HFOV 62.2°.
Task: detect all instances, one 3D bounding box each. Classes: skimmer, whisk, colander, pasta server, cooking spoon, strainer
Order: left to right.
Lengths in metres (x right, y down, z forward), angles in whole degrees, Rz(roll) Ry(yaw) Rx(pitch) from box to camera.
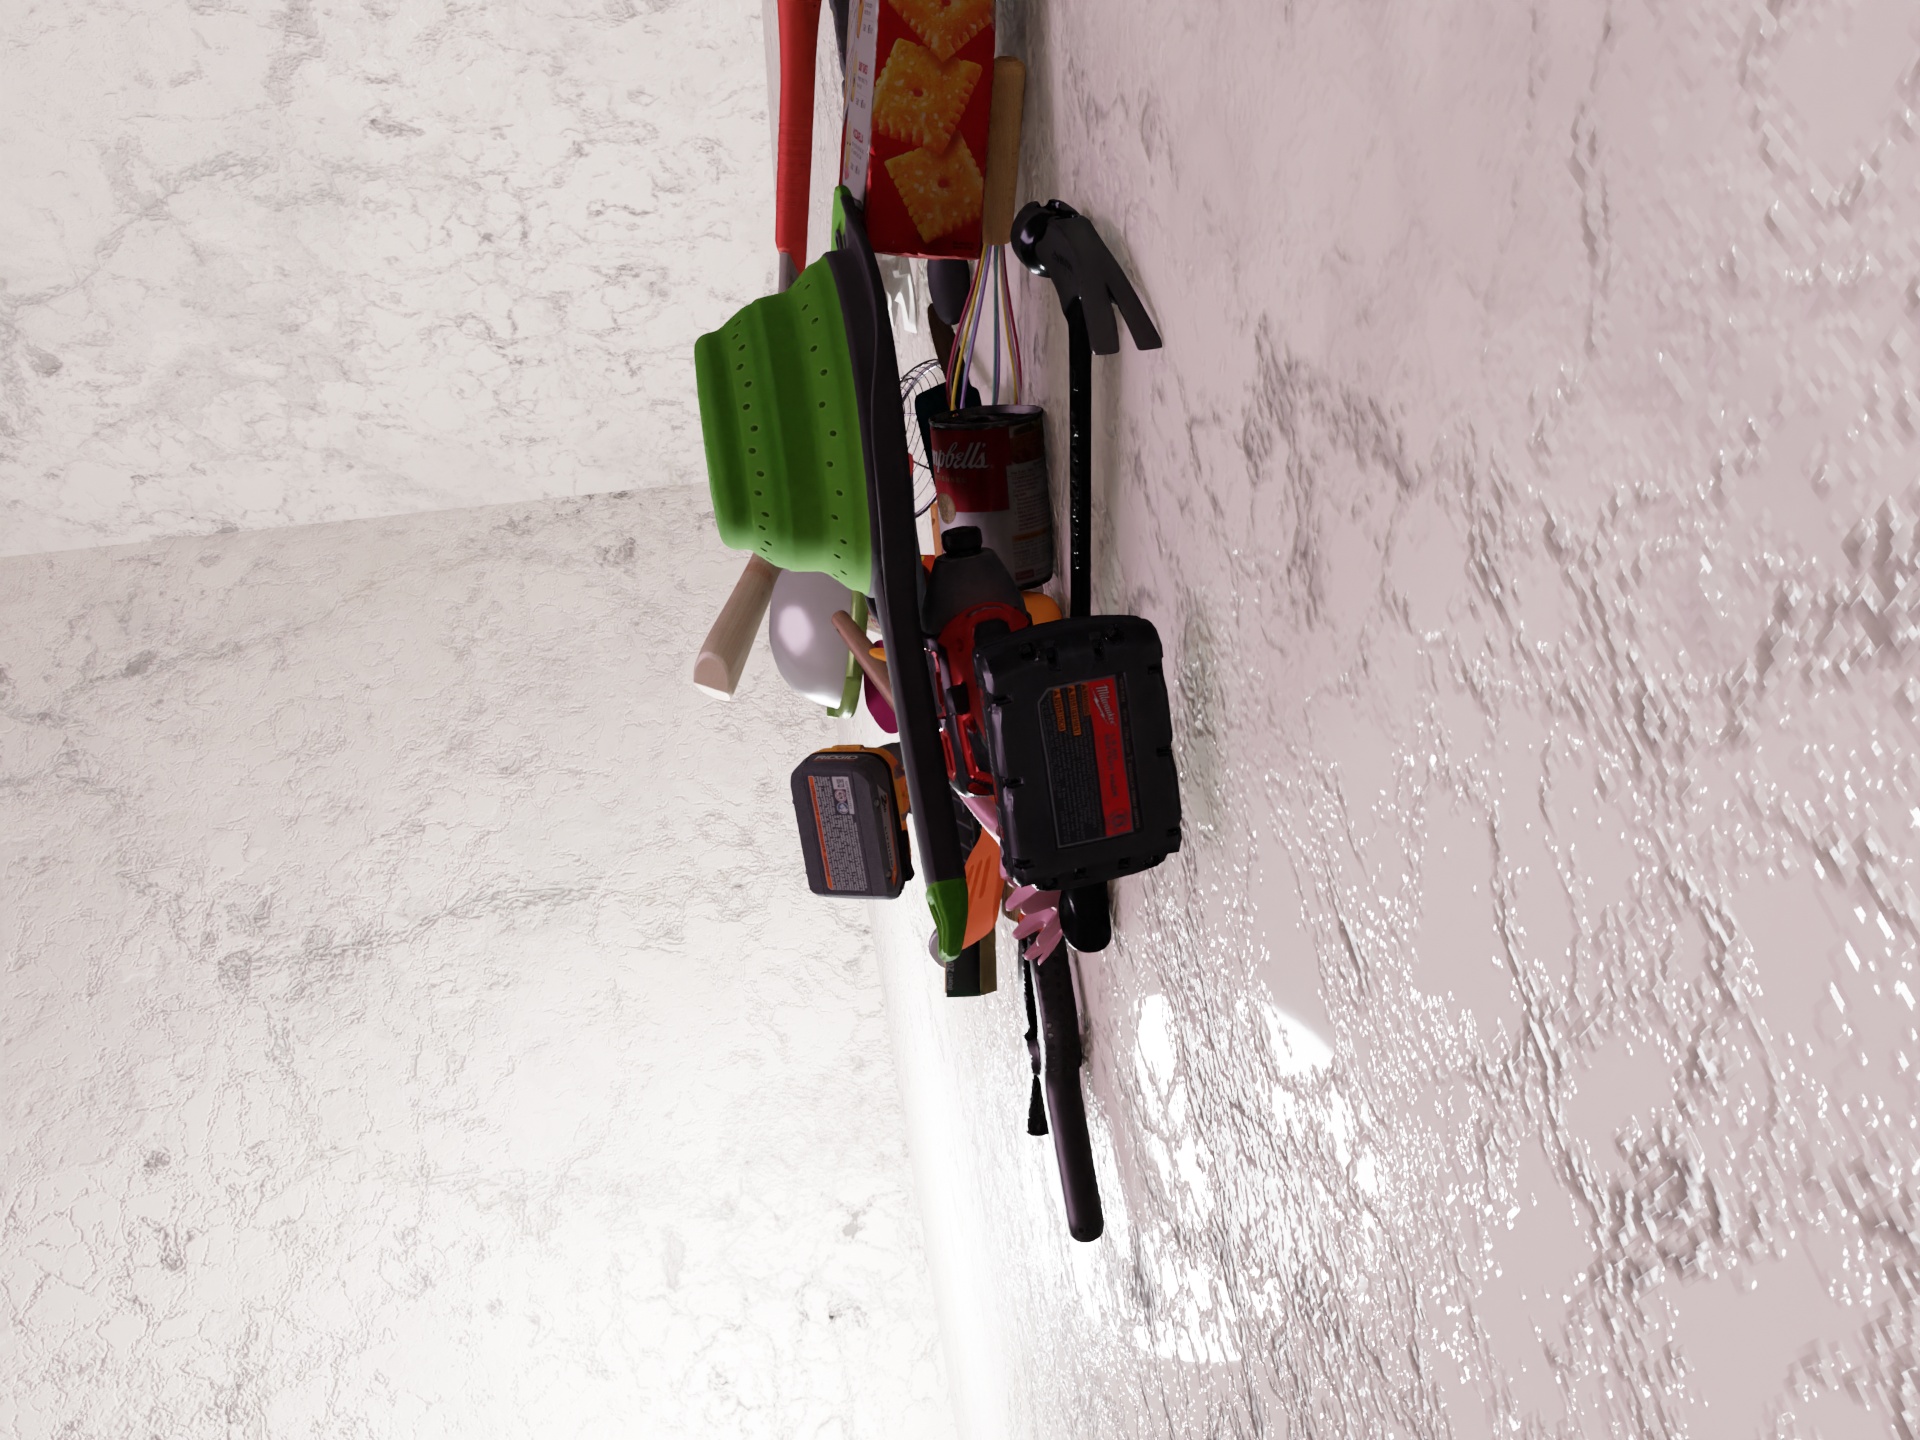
[{"bbox_3d":[-0.110,-0.130,1.222,0.151,0.069,0.256,147,124,-78],"label":"strainer"},{"bbox_3d":[-0.072,-0.071,0.805,0.204,0.094,0.397,111,150,-74],"label":"colander"},{"bbox_3d":[-0.016,-0.387,1.041,0.070,0.070,0.284,-106,6,-47],"label":"whisk"},{"bbox_3d":[-0.015,0.030,1.039,0.317,0.040,0.060,52,160,36],"label":"pasta server"},{"bbox_3d":[-0.012,-0.132,1.327,0.362,0.090,0.127,76,177,-48],"label":"skimmer"},{"bbox_3d":[-0.001,-0.017,1.049,0.319,0.017,0.069,9,104,64],"label":"cooking spoon"},{"bbox_3d":[0.020,-0.265,0.940,0.051,0.047,0.244,-104,15,-50],"label":"whisk"}]

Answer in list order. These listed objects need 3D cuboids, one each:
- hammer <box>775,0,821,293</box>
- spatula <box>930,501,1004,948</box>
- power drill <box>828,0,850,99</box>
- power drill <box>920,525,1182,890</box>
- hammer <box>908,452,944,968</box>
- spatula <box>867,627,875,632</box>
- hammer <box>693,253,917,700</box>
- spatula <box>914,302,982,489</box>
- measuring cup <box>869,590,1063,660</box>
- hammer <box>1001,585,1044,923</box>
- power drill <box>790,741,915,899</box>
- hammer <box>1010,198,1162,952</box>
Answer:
[{"bbox_3d":[-0.127,-0.396,1.240,0.149,0.037,0.358,-51,-30,-62],"label":"hammer"},{"bbox_3d":[-0.002,-0.003,1.091,0.081,0.041,0.323,-37,57,56],"label":"spatula"},{"bbox_3d":[-0.055,-0.488,1.143,0.223,0.080,0.171,-125,29,-82],"label":"power drill"},{"bbox_3d":[0.029,-0.014,0.766,0.220,0.078,0.143,-134,34,-71],"label":"power drill"},{"bbox_3d":[-0.020,-0.014,1.219,0.143,0.038,0.386,-57,-40,-70],"label":"hammer"},{"bbox_3d":[-0.033,-0.071,1.311,0.316,0.018,0.059,22,122,63],"label":"spatula"},{"bbox_3d":[-0.121,-0.203,1.292,0.146,0.038,0.411,77,-148,-71],"label":"hammer"},{"bbox_3d":[-0.014,-0.244,1.121,0.318,0.044,0.082,-101,-5,-59],"label":"spatula"},{"bbox_3d":[-0.006,-0.056,0.987,0.174,0.095,0.052,13,110,51],"label":"measuring cup"},{"bbox_3d":[0.034,-0.008,1.098,0.130,0.031,0.331,-113,17,-65],"label":"hammer"},{"bbox_3d":[-0.047,0.074,1.311,0.226,0.084,0.185,-41,-54,-60],"label":"power drill"},{"bbox_3d":[0.065,-0.048,0.826,0.149,0.036,0.408,-112,16,-58],"label":"hammer"}]
